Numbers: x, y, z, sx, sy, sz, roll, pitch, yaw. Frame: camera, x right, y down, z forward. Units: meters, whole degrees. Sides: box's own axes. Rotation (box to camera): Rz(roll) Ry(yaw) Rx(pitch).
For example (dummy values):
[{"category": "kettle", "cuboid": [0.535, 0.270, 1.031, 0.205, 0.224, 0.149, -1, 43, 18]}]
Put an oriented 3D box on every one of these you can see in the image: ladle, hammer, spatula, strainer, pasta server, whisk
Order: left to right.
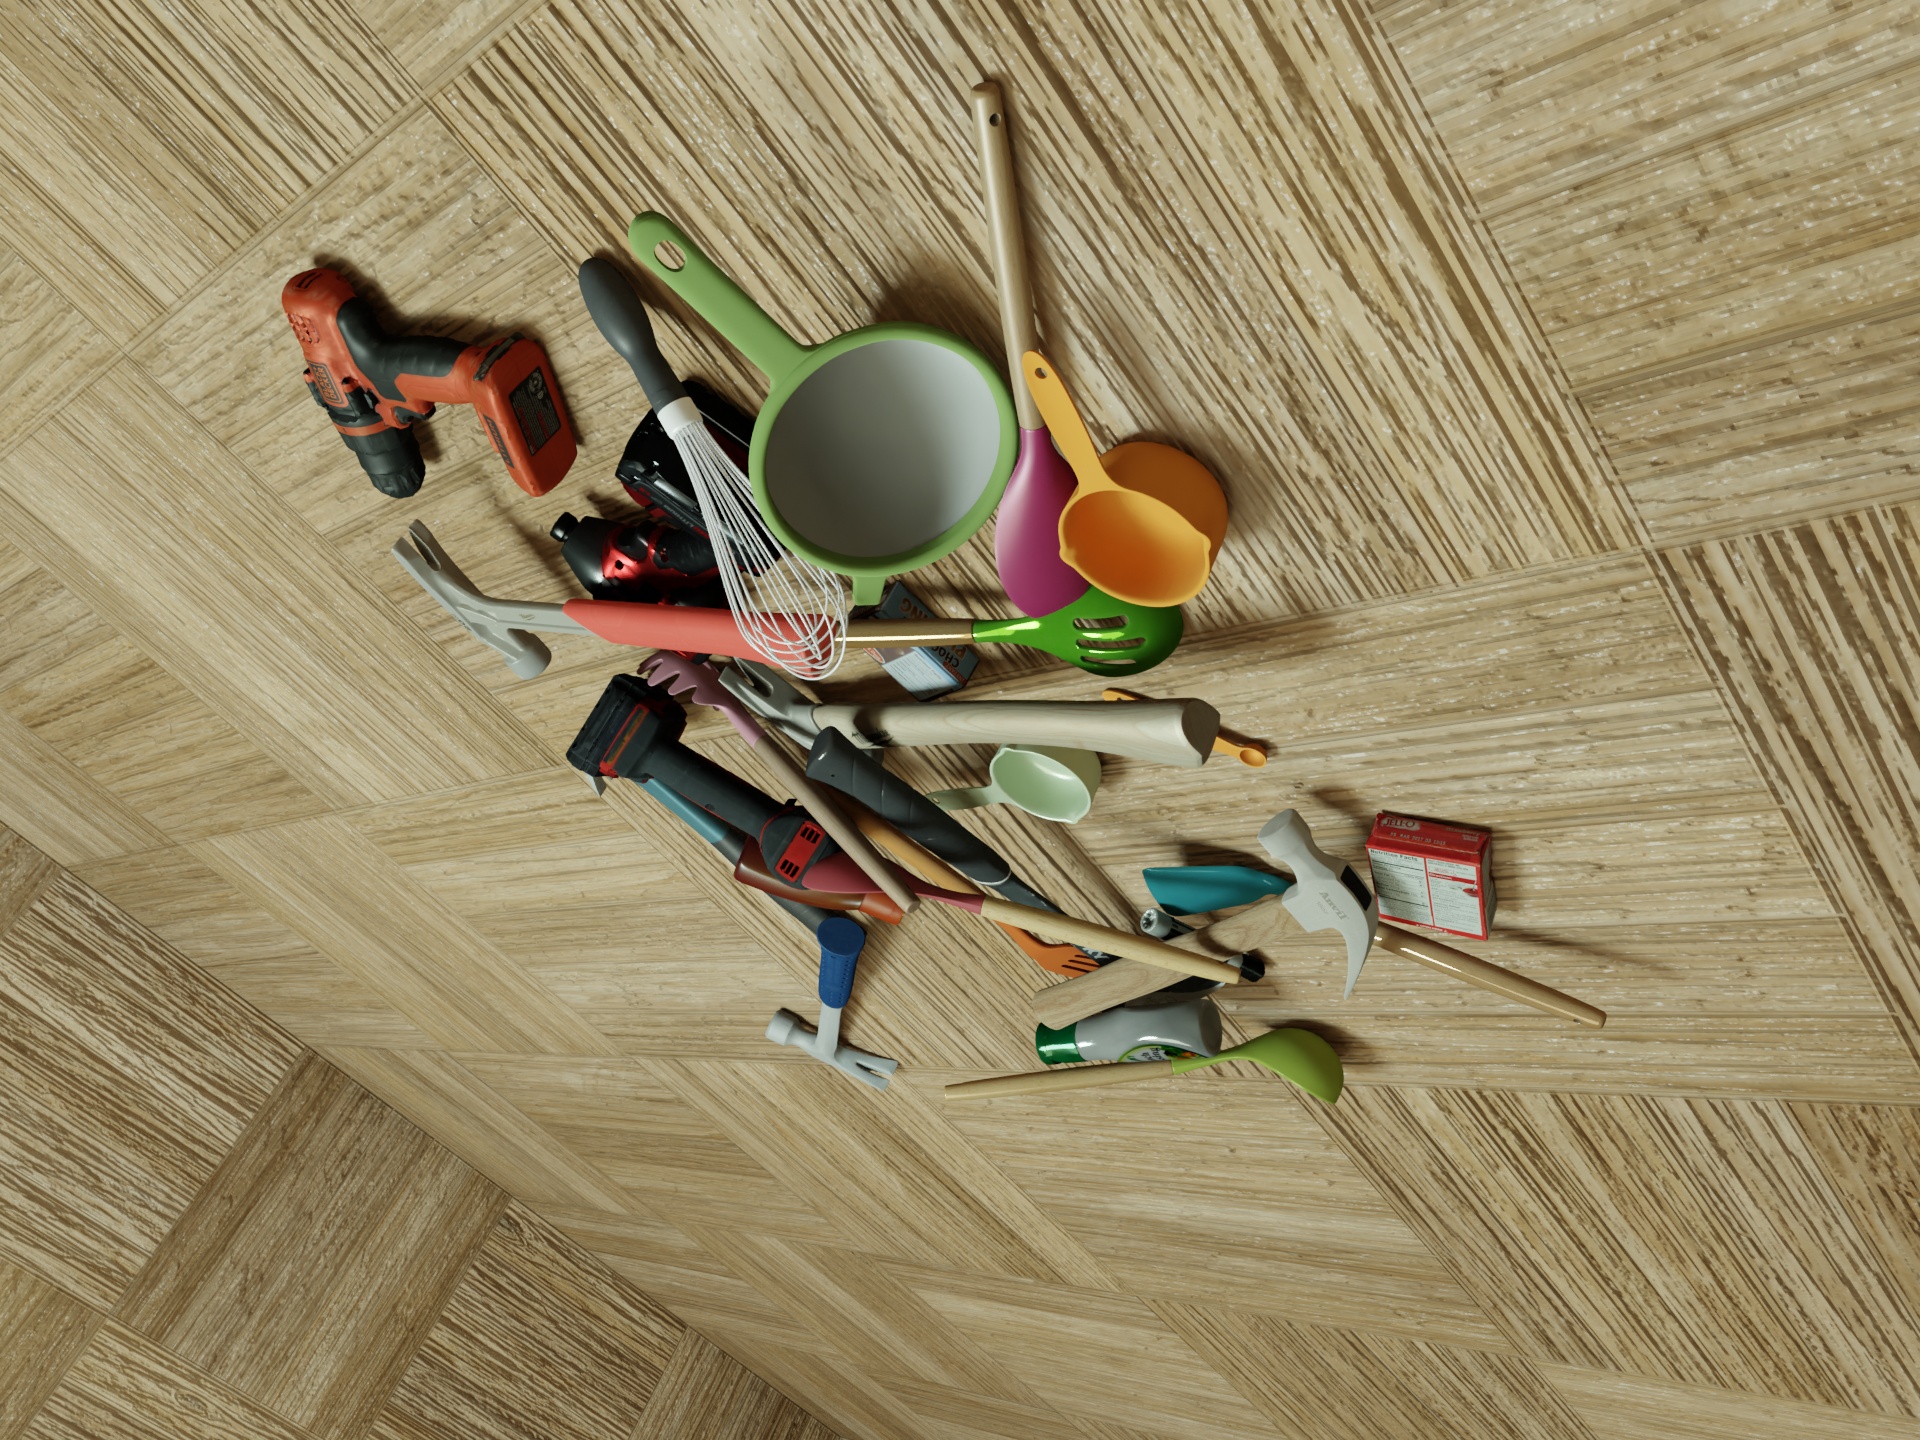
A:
[{"category": "hammer", "cuboid": [-0.230, -0.072, 1.073, 0.359, 0.037, 0.149, 7, 146, 38]}, {"category": "whisk", "cuboid": [-0.147, -0.150, 0.930, 0.284, 0.070, 0.070, 60, 144, 3]}, {"category": "hammer", "cuboid": [-0.206, 0.111, 1.427, 0.330, 0.033, 0.128, 43, 144, -22]}, {"category": "pasta server", "cuboid": [-0.134, 0.038, 1.158, 0.316, 0.040, 0.060, 44, -170, 31]}, {"category": "strainer", "cuboid": [-0.081, -0.186, 0.852, 0.151, 0.069, 0.256, -42, 127, 12]}, {"category": "hammer", "cuboid": [-0.119, 0.275, 1.542, 0.144, 0.035, 0.405, 25, 154, 5]}, {"category": "hammer", "cuboid": [-0.002, -0.003, 1.037, 0.146, 0.038, 0.411, 39, 157, -32]}, {"category": "spatula", "cuboid": [0.008, 0.133, 1.311, 0.322, 0.041, 0.081, 35, 145, -2]}, {"category": "hammer", "cuboid": [0.039, 0.122, 1.183, 0.149, 0.036, 0.408, -23, 132, 37]}, {"category": "ladle", "cuboid": [0.041, 0.138, 1.116, 0.315, 0.069, 0.031, 14, 103, 10]}, {"category": "ladle", "cuboid": [0.146, 0.294, 1.283, 0.320, 0.062, 0.078, -8, 178, 6]}, {"category": "hammer", "cuboid": [0.163, 0.170, 1.140, 0.130, 0.031, 0.331, 48, 138, -7]}, {"category": "spatula", "cuboid": [0.277, 0.154, 1.090, 0.318, 0.044, 0.082, 20, 158, 32]}]

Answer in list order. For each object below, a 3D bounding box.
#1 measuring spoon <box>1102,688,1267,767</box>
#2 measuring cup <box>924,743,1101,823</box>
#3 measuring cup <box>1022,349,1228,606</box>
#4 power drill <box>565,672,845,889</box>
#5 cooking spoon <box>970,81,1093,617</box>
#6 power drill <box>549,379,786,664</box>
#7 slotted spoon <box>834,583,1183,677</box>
[{"category": "measuring spoon", "cuboid": [0.147, 0.002, 1.042, 0.117, 0.011, 0.021, 24, 148, 14]}, {"category": "measuring cup", "cuboid": [0.033, 0.040, 1.151, 0.167, 0.038, 0.083, -12, 129, 48]}, {"category": "measuring cup", "cuboid": [0.084, -0.140, 0.856, 0.095, 0.052, 0.173, -3, 134, 39]}, {"category": "power drill", "cuboid": [-0.182, 0.056, 1.263, 0.227, 0.080, 0.188, 32, 180, 3]}, {"category": "cooking spoon", "cuboid": [0.035, -0.179, 0.843, 0.017, 0.069, 0.318, 49, 160, 44]}, {"category": "power drill", "cuboid": [-0.193, -0.125, 1.063, 0.143, 0.079, 0.219, 35, 150, -11]}, {"category": "slotted spoon", "cuboid": [-0.013, -0.055, 1.020, 0.314, 0.031, 0.070, 1, 127, 25]}]
